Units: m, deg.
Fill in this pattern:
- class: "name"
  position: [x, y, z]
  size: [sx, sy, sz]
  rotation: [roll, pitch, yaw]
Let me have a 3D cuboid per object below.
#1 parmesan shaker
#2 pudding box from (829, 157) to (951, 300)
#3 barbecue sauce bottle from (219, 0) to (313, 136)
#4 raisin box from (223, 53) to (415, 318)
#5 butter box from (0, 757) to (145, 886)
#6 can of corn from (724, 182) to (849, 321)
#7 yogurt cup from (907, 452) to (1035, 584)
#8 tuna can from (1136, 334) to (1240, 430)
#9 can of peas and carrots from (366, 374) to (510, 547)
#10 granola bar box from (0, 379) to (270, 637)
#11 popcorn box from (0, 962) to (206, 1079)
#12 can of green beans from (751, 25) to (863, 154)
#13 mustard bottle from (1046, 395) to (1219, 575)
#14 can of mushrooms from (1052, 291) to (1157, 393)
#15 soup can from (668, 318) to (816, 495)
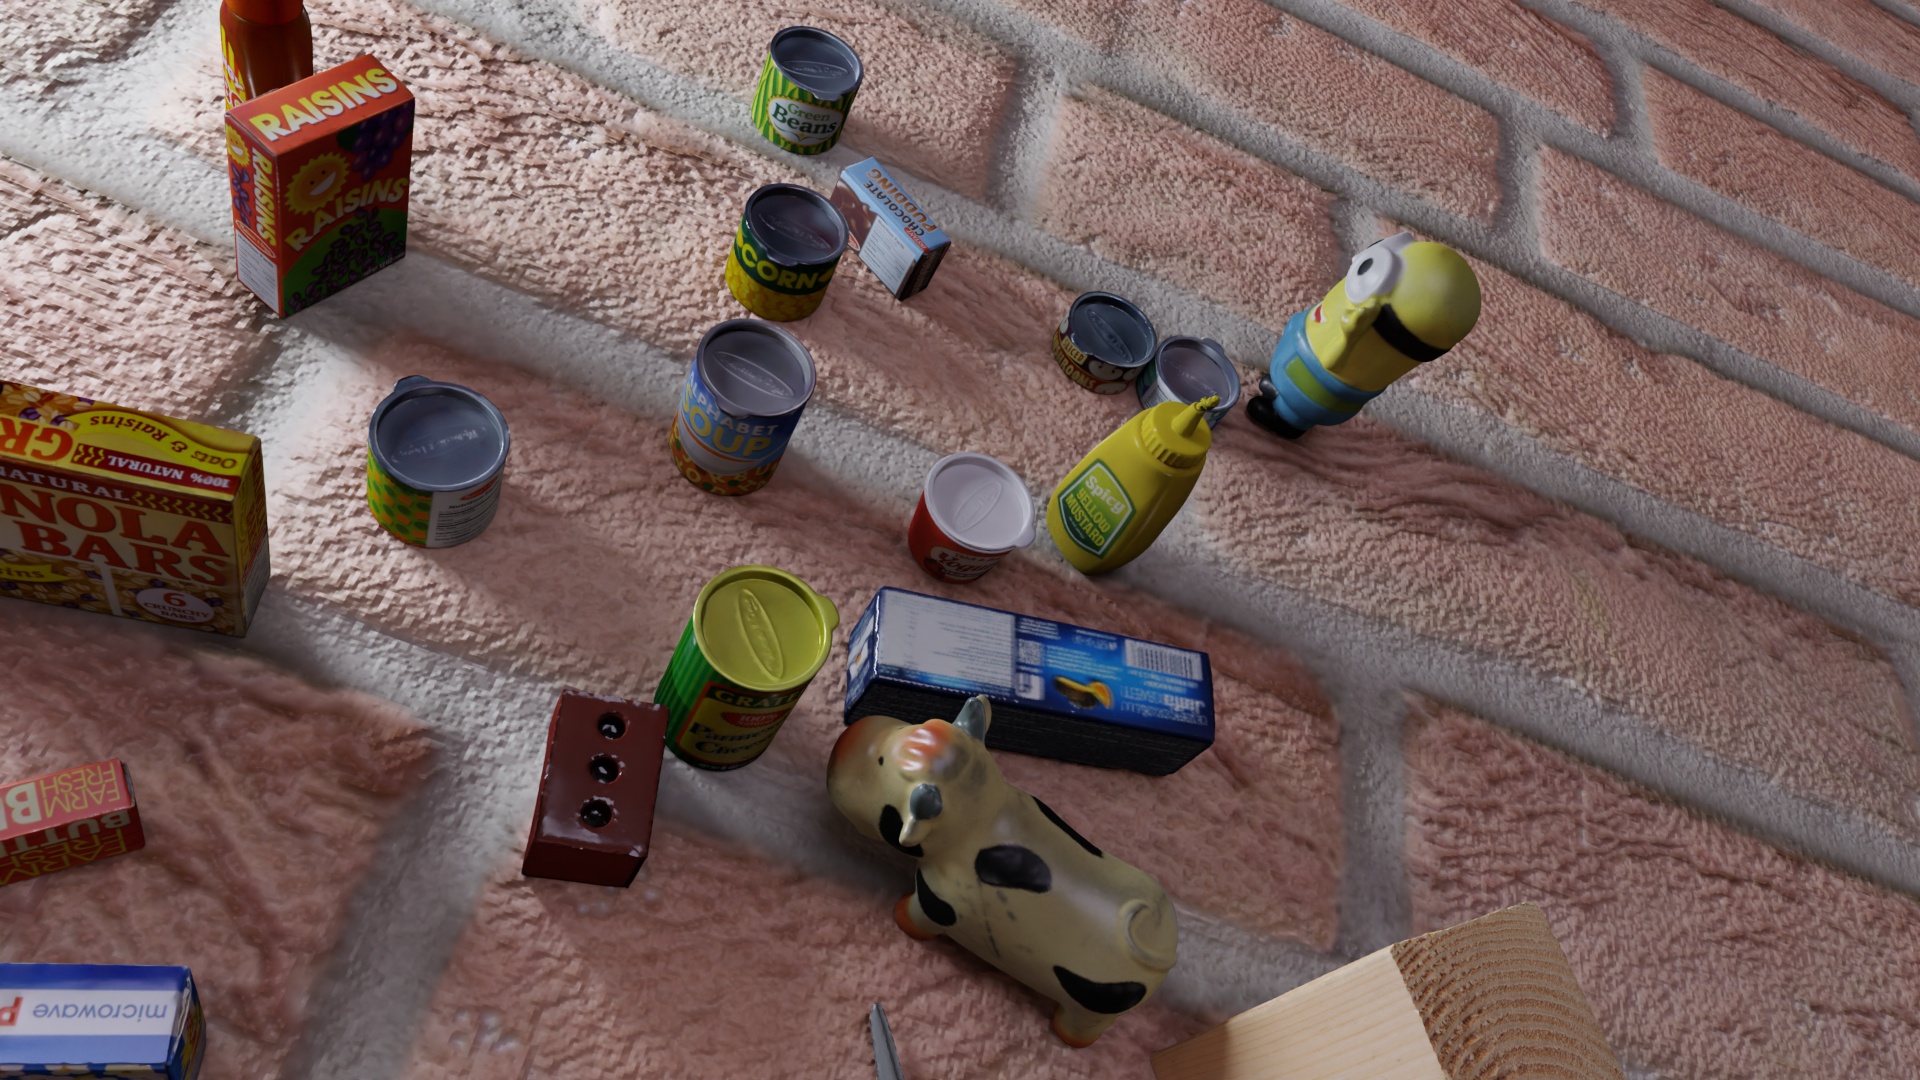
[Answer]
- class: "parmesan shaker"
  position: [-0.107, 0.065, 0.687]
  size: [0.071, 0.102, 0.071]
  rotation: [12, 55, -17]
- class: "pudding box"
  position: [-0.050, -0.208, 0.926]
  size: [0.030, 0.049, 0.084]
  rotation: [-34, 77, -37]
- class: "barbecue sauce bottle"
  position: [-0.375, -0.261, 0.750]
  size: [0.044, 0.147, 0.065]
  rotation: [-19, 69, -33]
- class: "raisin box"
  position: [-0.337, -0.186, 0.734]
  size: [0.040, 0.122, 0.086]
  rotation: [42, 52, 6]
- class: "butter box"
  position: [-0.388, 0.120, 0.555]
  size: [0.104, 0.053, 0.024]
  rotation: [-13, 66, -31]
- class: "can of corn"
  position: [-0.111, -0.179, 0.874]
  size: [0.071, 0.058, 0.071]
  rotation: [12, 55, -17]
- class: "yogurt cup"
  position: [0.003, -0.010, 0.818]
  size: [0.072, 0.053, 0.073]
  rotation: [12, 55, -17]
- class: "tuna can"
  position: [0.159, -0.109, 0.967]
  size: [0.071, 0.032, 0.071]
  rotation: [12, 55, -17]
- class: "can of peas and carrots"
  position: [-0.269, -0.040, 0.710]
  size: [0.071, 0.058, 0.071]
  rotation: [12, 55, -17]
- class: "granola bar box"
  position: [-0.392, -0.016, 0.596]
  size: [0.166, 0.123, 0.039]
  rotation: [13, 55, -17]
- class: "popcorn box"
  position: [-0.351, 0.184, 0.508]
  size: [0.127, 0.084, 0.038]
  rotation: [8, 56, -20]
- class: "can of green beans"
  position: [-0.107, -0.311, 0.963]
  size: [0.071, 0.057, 0.071]
  rotation: [12, 55, -17]
- class: "mustard bottle"
  position: [0.105, -0.039, 0.816]
  size: [0.049, 0.159, 0.065]
  rotation: [-25, 72, -35]
- class: "can of mushrooms"
  position: [0.097, -0.135, 0.956]
  size: [0.071, 0.033, 0.071]
  rotation: [12, 55, -17]
- class: "soup can"
  position: [-0.126, -0.072, 0.780]
  size: [0.071, 0.083, 0.072]
  rotation: [12, 55, -17]
